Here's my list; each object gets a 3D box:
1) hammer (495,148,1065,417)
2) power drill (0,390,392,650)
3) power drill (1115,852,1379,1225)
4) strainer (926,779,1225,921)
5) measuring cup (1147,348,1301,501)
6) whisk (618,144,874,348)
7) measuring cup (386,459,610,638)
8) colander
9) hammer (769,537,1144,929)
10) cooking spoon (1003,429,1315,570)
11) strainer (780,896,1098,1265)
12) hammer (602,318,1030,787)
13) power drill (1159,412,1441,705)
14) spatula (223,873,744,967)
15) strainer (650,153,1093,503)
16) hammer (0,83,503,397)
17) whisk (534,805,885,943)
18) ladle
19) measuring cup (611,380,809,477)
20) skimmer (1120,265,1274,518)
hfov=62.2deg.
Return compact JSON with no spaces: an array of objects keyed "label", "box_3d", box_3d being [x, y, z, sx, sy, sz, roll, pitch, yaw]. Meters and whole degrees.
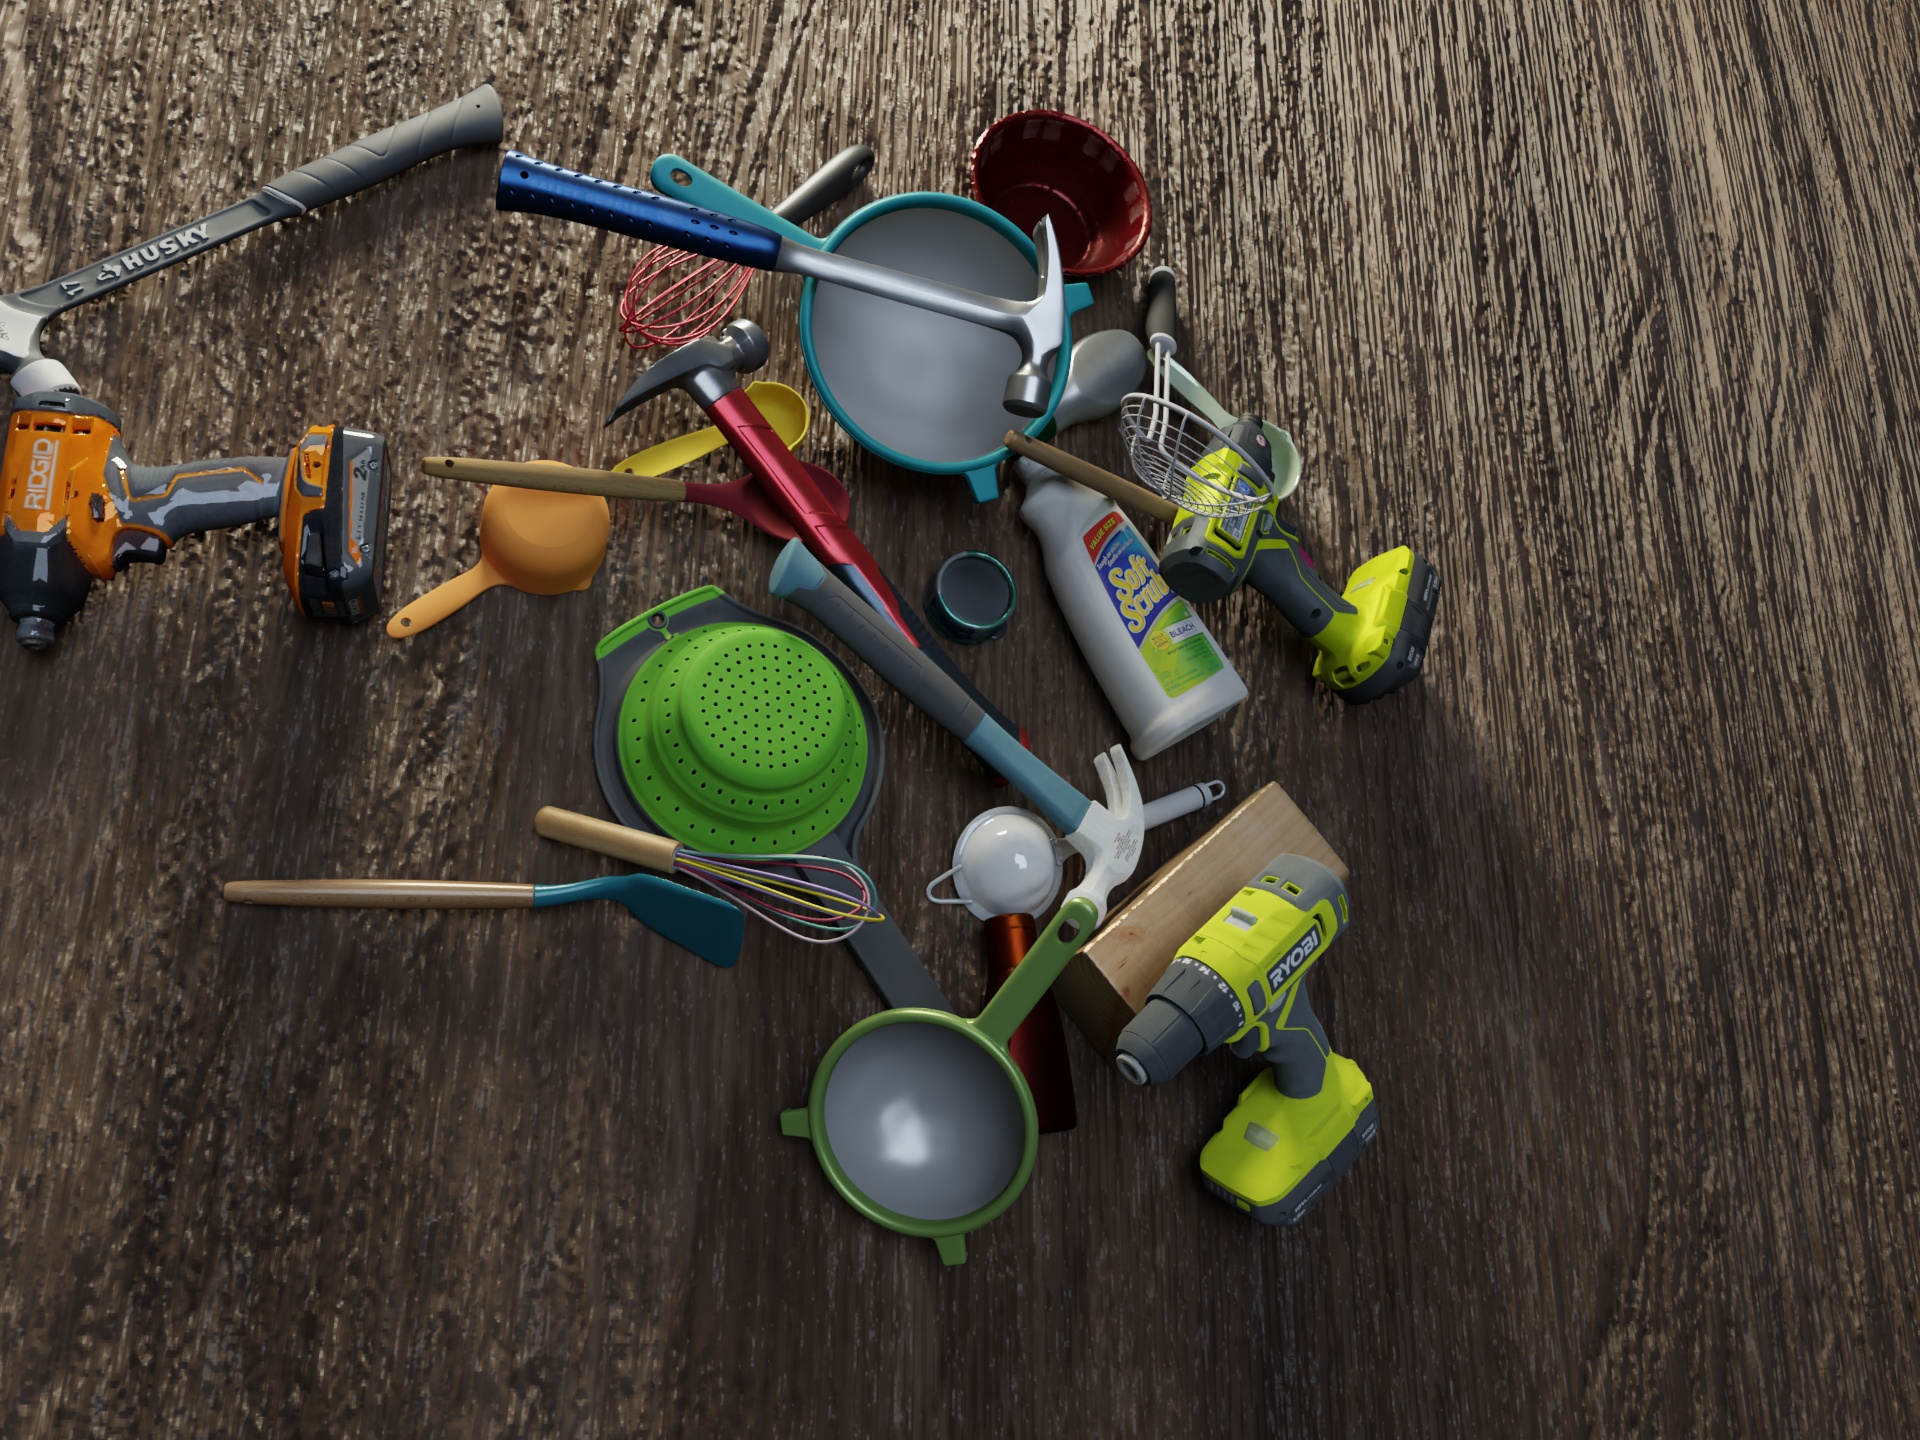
[{"label":"hammer","box_3d":[-0.117,-0.333,1.125,0.405,0.035,0.144,12,85,-13]},{"label":"power drill","box_3d":[-0.489,-0.118,1.013,0.226,0.084,0.164,3,71,-14]},{"label":"power drill","box_3d":[0.194,0.225,1.058,0.190,0.080,0.228,-38,127,-26]},{"label":"strainer","box_3d":[0.095,0.086,1.167,0.258,0.050,0.087,-18,94,-27]},{"label":"measuring cup","box_3d":[0.210,-0.242,1.326,0.167,0.038,0.083,46,63,3]},{"label":"whisk","box_3d":[-0.159,-0.373,1.233,0.073,0.073,0.296,43,58,-1]},{"label":"measuring cup","box_3d":[-0.316,-0.113,1.084,0.173,0.052,0.095,-40,87,-29]},{"label":"colander","box_3d":[-0.095,0.071,1.073,0.204,0.094,0.397,-32,84,-26]},{"label":"hammer","box_3d":[-0.002,-0.004,1.103,0.331,0.033,0.128,41,55,-10]},{"label":"cooking spoon","box_3d":[0.165,-0.163,1.251,0.318,0.017,0.069,20,60,-30]},{"label":"strainer","box_3d":[0.011,0.211,1.026,0.151,0.069,0.256,37,102,6]},{"label":"hammer","box_3d":[-0.087,-0.102,1.136,0.386,0.038,0.143,52,52,-5]},{"label":"power drill","box_3d":[0.269,-0.128,1.256,0.223,0.080,0.171,34,59,-19]},{"label":"spatula","box_3d":[-0.298,0.120,1.010,0.317,0.082,0.044,2,55,-13]},{"label":"strainer","box_3d":[-0.083,-0.315,1.203,0.340,0.095,0.211,28,80,-13]},{"label":"hammer","box_3d":[-0.499,-0.362,1.121,0.409,0.036,0.149,-37,85,-27]},{"label":"whisk","box_3d":[-0.164,0.093,1.024,0.245,0.051,0.047,14,30,12]},{"label":"ladle","box_3d":[-0.217,-0.161,1.109,0.315,0.031,0.069,0,68,-37]},{"label":"measuring cup","box_3d":[-0.187,-0.203,1.184,0.156,0.029,0.062,-24,80,-13]},{"label":"skimmer","box_3d":[0.178,-0.276,1.223,0.127,0.090,0.364,35,37,-23]}]
